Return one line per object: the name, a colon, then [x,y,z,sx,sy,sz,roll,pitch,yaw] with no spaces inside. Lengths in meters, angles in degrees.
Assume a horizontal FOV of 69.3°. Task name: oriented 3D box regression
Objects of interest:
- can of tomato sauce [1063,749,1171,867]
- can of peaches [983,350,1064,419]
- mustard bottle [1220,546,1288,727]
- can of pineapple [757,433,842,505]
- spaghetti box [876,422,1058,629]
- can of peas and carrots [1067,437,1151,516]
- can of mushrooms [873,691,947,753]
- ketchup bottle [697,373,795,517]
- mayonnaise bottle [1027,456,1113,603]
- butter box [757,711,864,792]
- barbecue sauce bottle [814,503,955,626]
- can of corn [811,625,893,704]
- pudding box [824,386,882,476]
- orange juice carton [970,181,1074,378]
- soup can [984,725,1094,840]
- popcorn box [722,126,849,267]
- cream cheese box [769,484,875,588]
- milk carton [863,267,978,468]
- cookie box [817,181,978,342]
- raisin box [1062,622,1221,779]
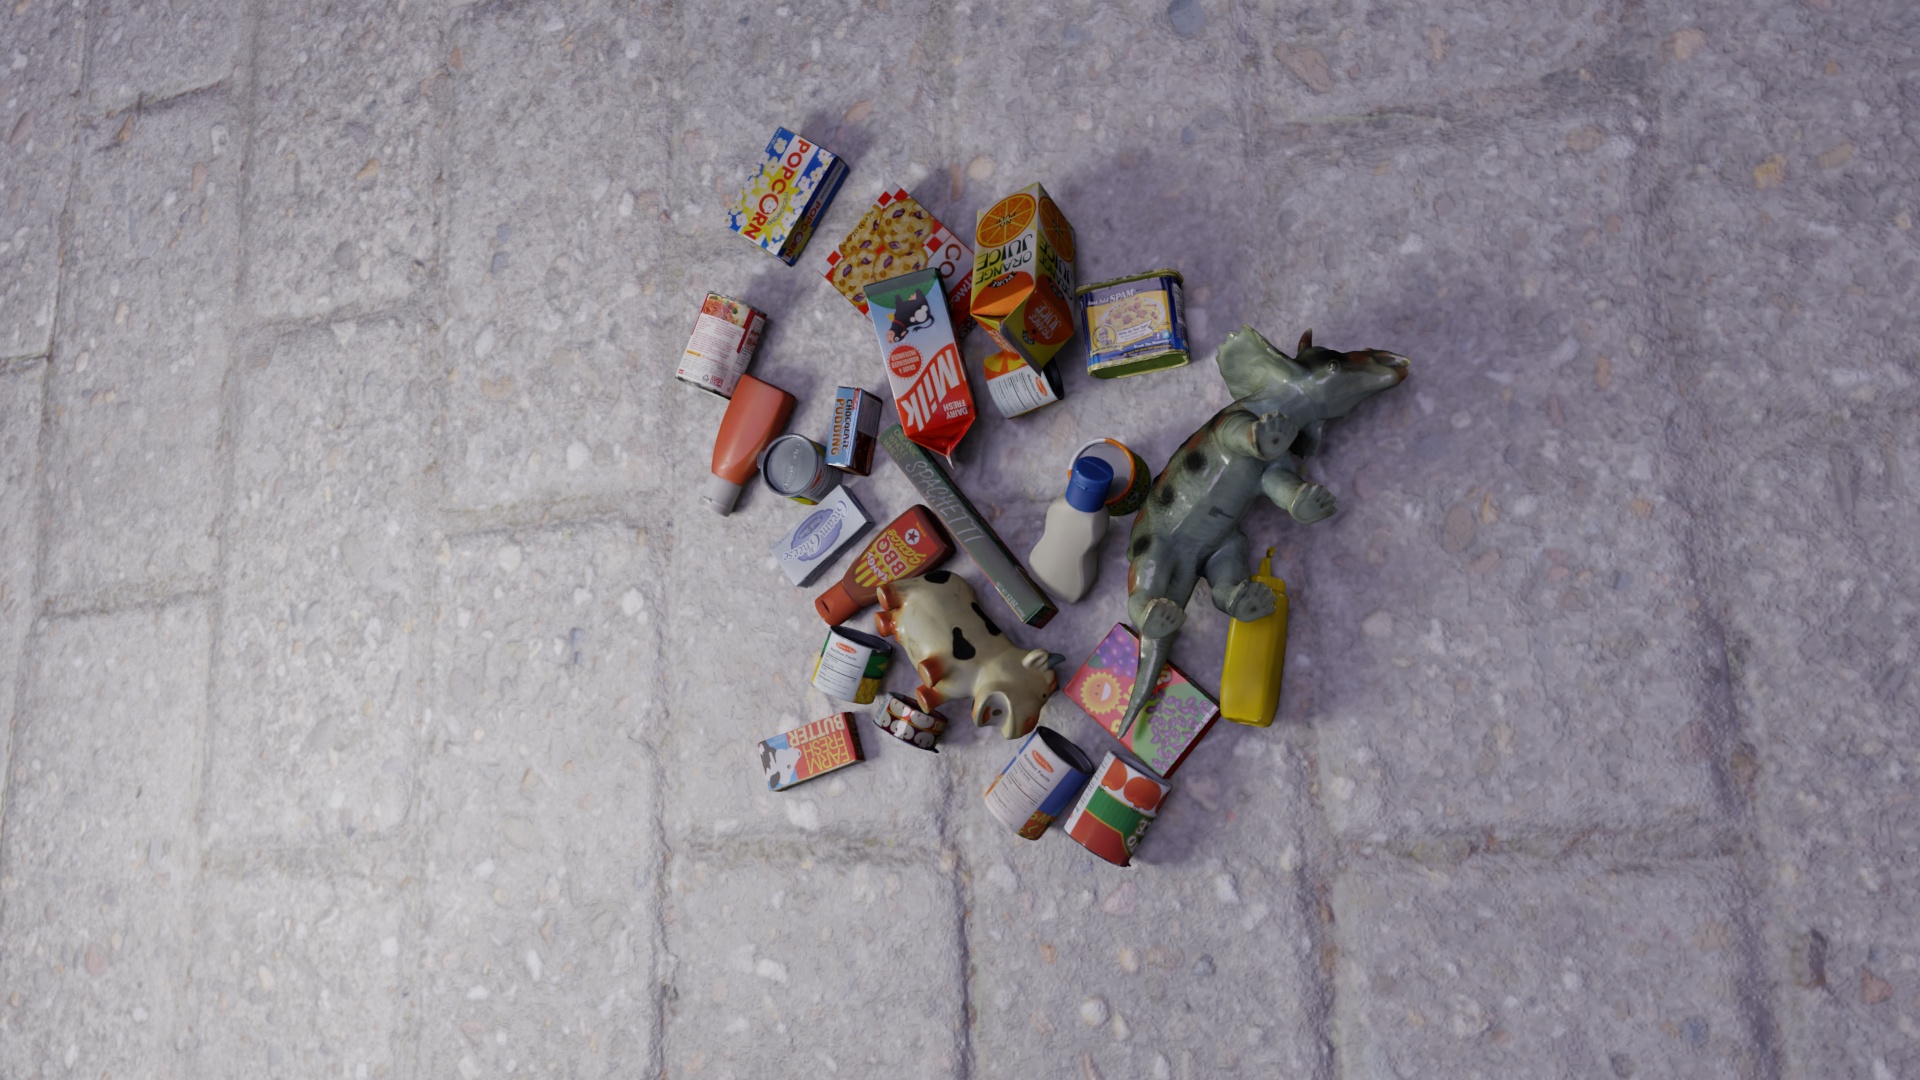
can of tomato sauce: [0.143,0.242,1.250,0.071,0.071,0.083,31,93,23]
can of peaches: [0.062,-0.159,1.354,0.058,0.071,0.071,-20,74,18]
mustard bottle: [0.264,0.083,1.234,0.049,0.065,0.160,4,76,24]
can of pineapple: [-0.164,-0.073,1.431,0.071,0.058,0.071,-4,79,21]
spaghetti box: [0.005,-0.017,1.358,0.028,0.050,0.250,-42,69,9]
can of peas and carrots: [0.142,-0.058,1.306,0.071,0.058,0.071,-4,80,22]
can of mushrooms: [-0.046,0.175,1.337,0.071,0.071,0.033,26,91,23]
ketchup bottle: [-0.232,-0.099,1.470,0.065,0.043,0.148,26,91,24]
mayonnaise bottle: [0.106,-0.011,1.276,0.065,0.041,0.147,34,136,20]
butter box: [-0.150,0.212,1.394,0.103,0.024,0.053,-22,74,17]
barbecue sauce bottle: [-0.079,0.030,1.387,0.148,0.043,0.065,-38,71,12]
can of corn: [-0.106,0.123,1.369,0.071,0.071,0.058,23,96,23]
pudding box: [-0.109,-0.111,1.420,0.030,0.049,0.084,6,83,24]
orange juice carton: [0.060,-0.243,1.317,0.073,0.071,0.194,-20,47,27]
soup can: [0.073,0.224,1.281,0.071,0.071,0.083,42,102,22]
popcorn box: [-0.189,-0.373,1.503,0.085,0.038,0.126,33,94,23]
cream cheese box: [-0.142,-0.004,1.428,0.103,0.024,0.053,-42,70,10]
milk carton: [-0.031,-0.165,1.353,0.073,0.072,0.190,-15,98,6]
cookie box: [-0.050,-0.270,1.429,0.123,0.040,0.168,-47,68,8]
raisin box: [0.168,0.146,1.271,0.123,0.040,0.086,40,97,21]
